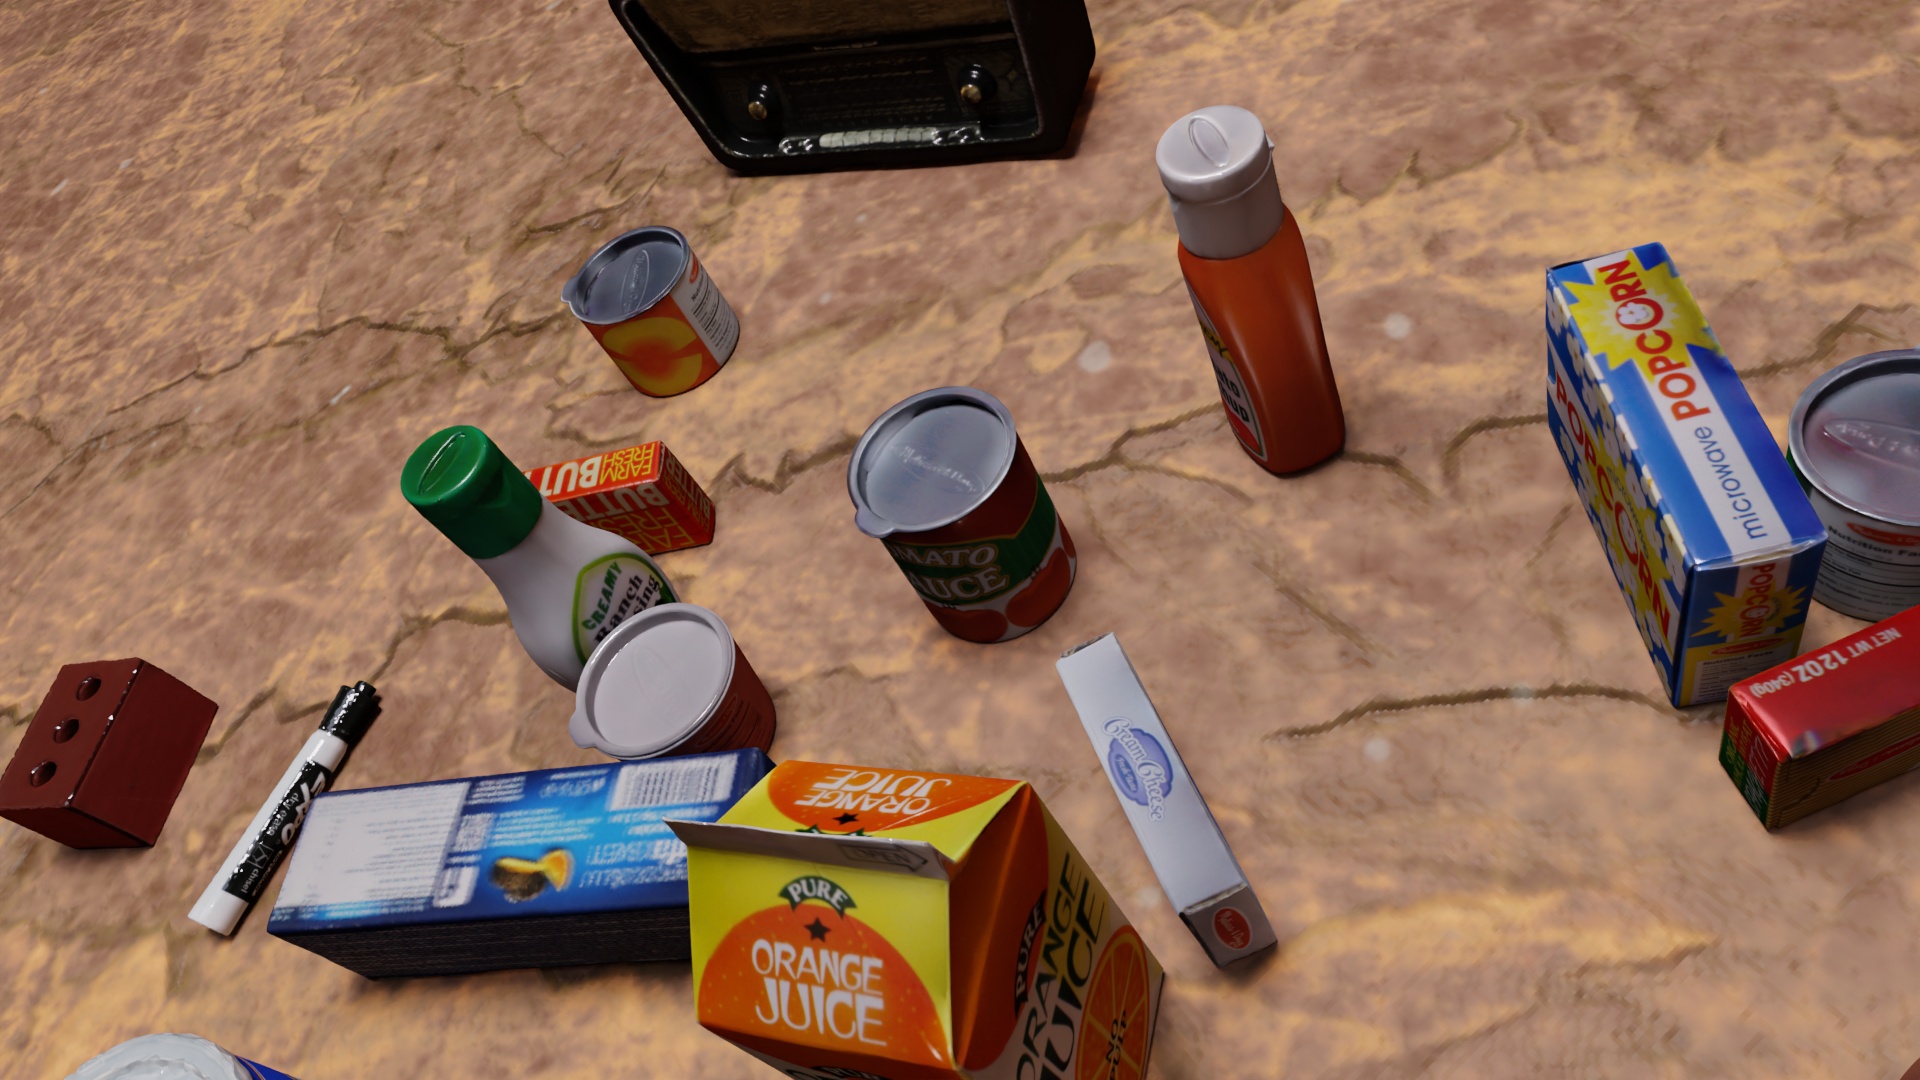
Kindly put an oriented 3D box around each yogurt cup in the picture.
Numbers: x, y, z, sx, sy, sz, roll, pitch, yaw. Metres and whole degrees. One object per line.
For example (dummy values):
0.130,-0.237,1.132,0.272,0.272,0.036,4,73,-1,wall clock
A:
-0.109,0.066,0.553,0.072,0.053,0.073,-12,52,16,yogurt cup

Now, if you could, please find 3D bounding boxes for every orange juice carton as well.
-0.006,0.117,0.379,0.072,0.192,0.073,1,57,25,orange juice carton

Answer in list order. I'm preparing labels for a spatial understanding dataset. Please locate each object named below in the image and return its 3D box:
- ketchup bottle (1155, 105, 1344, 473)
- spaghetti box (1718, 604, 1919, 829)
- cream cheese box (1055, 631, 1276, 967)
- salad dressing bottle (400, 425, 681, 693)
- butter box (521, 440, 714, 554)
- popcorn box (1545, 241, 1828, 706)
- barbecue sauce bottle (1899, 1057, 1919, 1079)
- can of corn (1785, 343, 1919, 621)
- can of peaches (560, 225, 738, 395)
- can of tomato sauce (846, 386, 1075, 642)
0.107,-0.091,0.510,0.043,0.148,0.065,-24,50,6,ketchup bottle
0.342,0.013,0.396,0.250,0.050,0.029,-25,50,5,spaghetti box
0.067,0.085,0.462,0.024,0.053,0.104,-28,50,3,cream cheese box
-0.162,0.013,0.554,0.044,0.147,0.064,11,61,30,salad dressing bottle
-0.170,-0.013,0.638,0.103,0.053,0.024,-11,53,16,butter box
0.228,-0.022,0.448,0.038,0.085,0.127,-16,51,13,popcorn box
0.240,0.125,0.293,0.065,0.148,0.044,11,62,30,barbecue sauce bottle
0.294,-0.018,0.433,0.071,0.058,0.071,-12,52,16,can of corn
-0.156,-0.115,0.703,0.071,0.058,0.071,-12,52,16,can of peaches
0.002,-0.007,0.538,0.071,0.082,0.071,-12,52,16,can of tomato sauce
